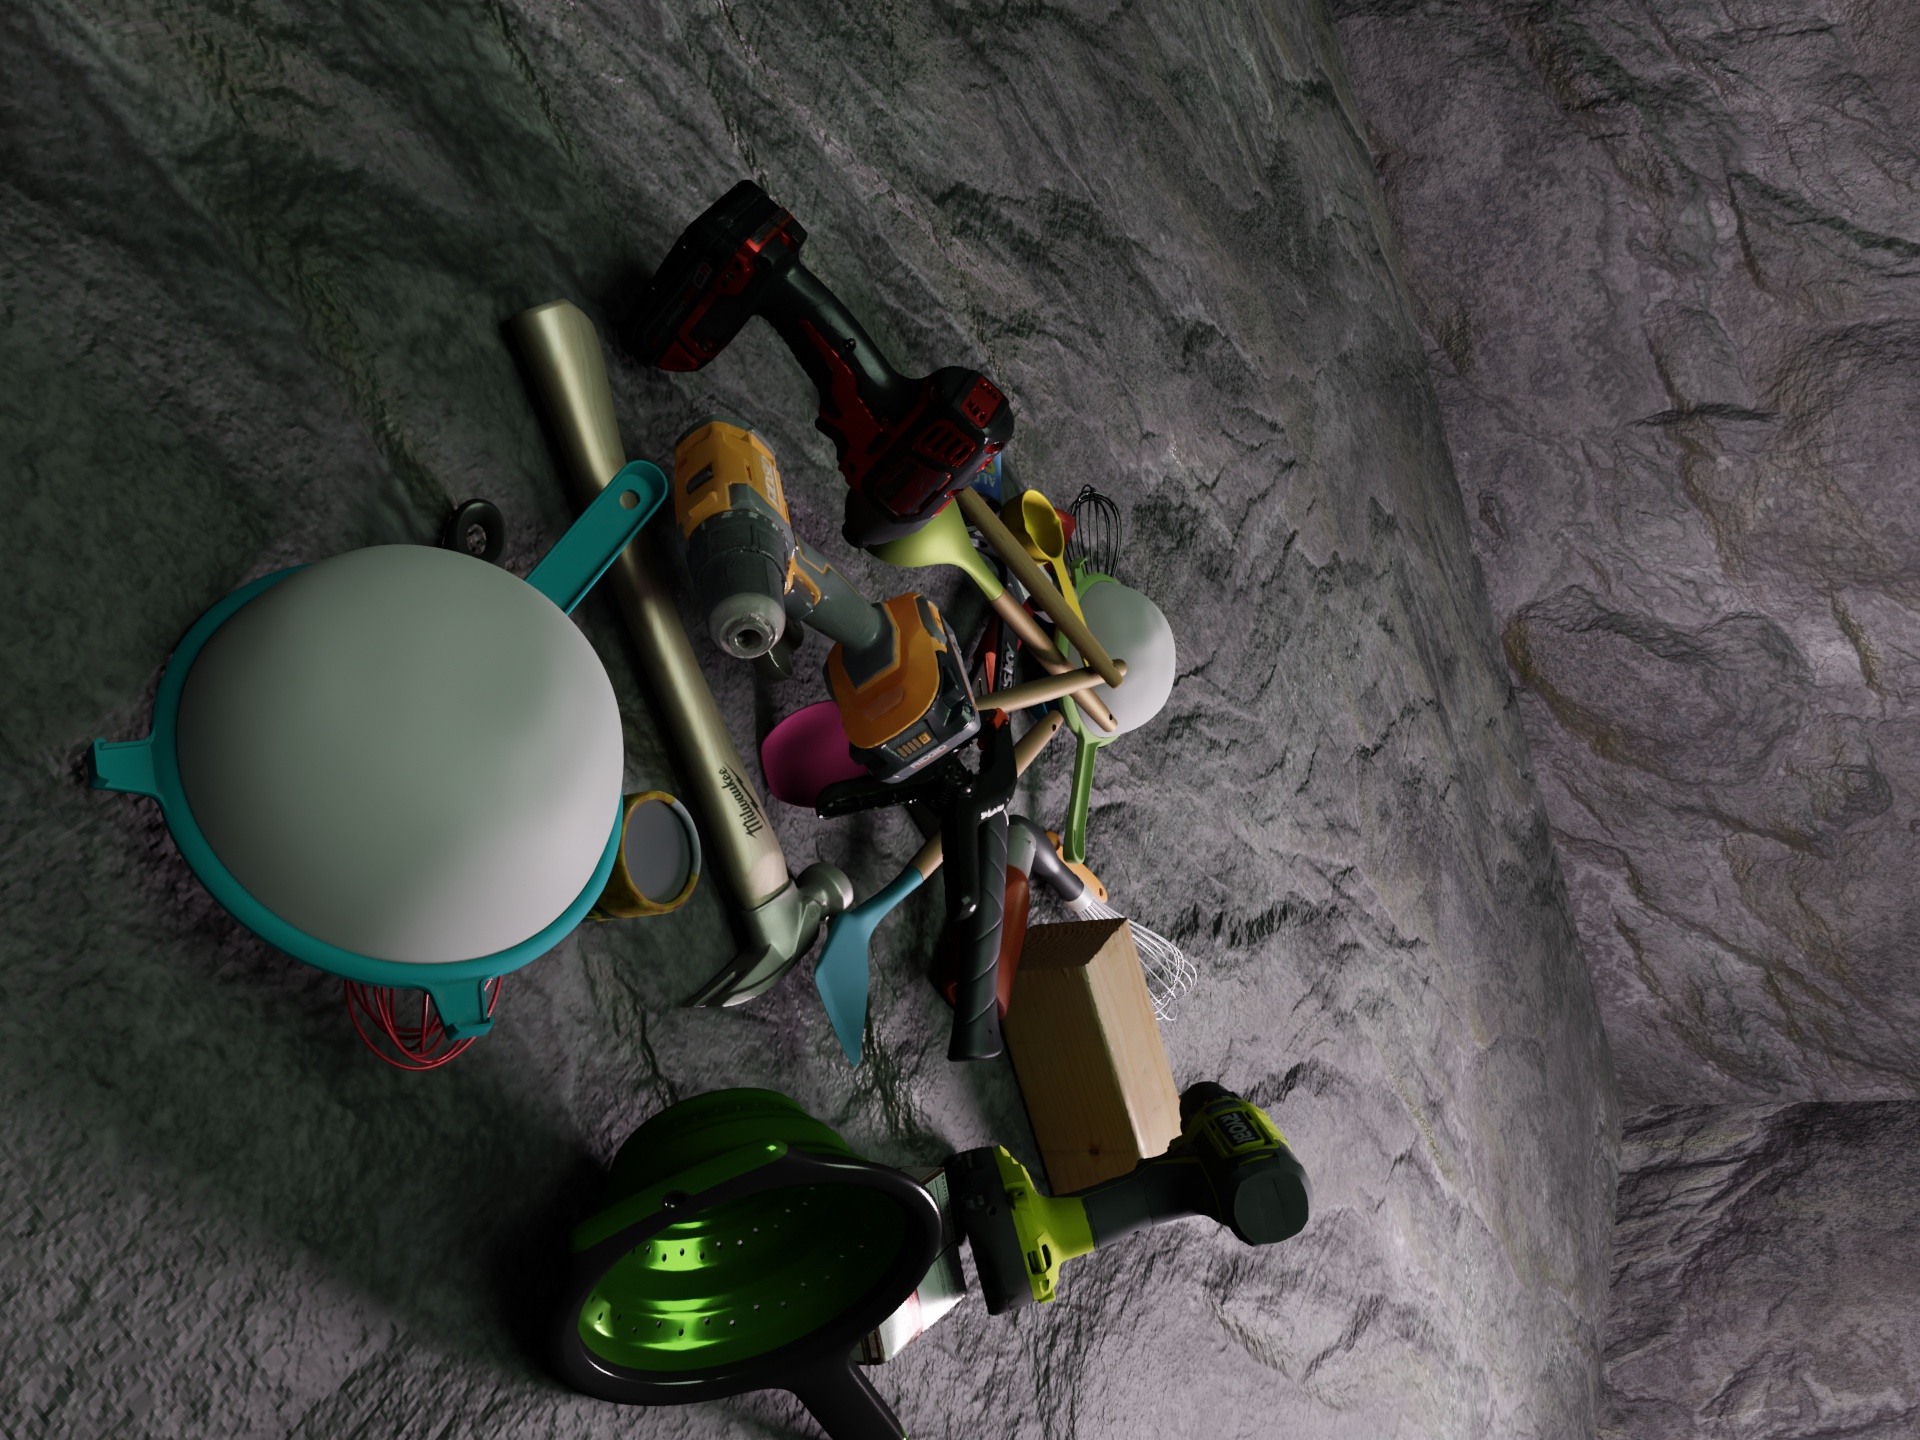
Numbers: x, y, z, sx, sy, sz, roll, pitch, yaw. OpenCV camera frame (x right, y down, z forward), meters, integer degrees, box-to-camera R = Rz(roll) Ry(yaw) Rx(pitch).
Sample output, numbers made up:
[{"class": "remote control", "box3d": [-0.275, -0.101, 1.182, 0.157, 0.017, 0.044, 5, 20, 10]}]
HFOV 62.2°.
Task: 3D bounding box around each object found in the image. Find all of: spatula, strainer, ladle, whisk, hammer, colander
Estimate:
[{"class": "spatula", "box3d": [-0.007, 0.090, 1.061, 0.317, 0.044, 0.082, -47, 131, -38]}, {"class": "strainer", "box3d": [0.134, -0.003, 1.346, 0.151, 0.069, 0.256, 33, 62, -53]}, {"class": "ladle", "box3d": [0.027, -0.076, 1.146, 0.319, 0.062, 0.078, 45, 49, -44]}, {"class": "whisk", "box3d": [0.121, -0.094, 1.431, 0.055, 0.055, 0.239, 6, 82, -59]}, {"class": "hammer", "box3d": [-0.175, -0.036, 0.920, 0.146, 0.038, 0.410, -41, 116, -54]}, {"class": "ladle", "box3d": [0.016, -0.146, 1.155, 0.315, 0.031, 0.069, 50, 15, -6]}, {"class": "whisk", "box3d": [0.114, 0.164, 1.335, 0.284, 0.070, 0.070, 48, 43, -35]}, {"class": "strainer", "box3d": [-0.205, -0.039, 0.732, 0.211, 0.095, 0.341, 40, 45, -13]}, {"class": "hammer", "box3d": [0.023, 0.047, 1.159, 0.149, 0.036, 0.409, 35, 53, -47]}, {"class": "whisk", "box3d": [-0.246, 0.021, 0.765, 0.073, 0.073, 0.296, 34, 48, -51]}, {"class": "hammer", "box3d": [0.033, -0.049, 1.273, 0.149, 0.037, 0.359, 60, 36, -30]}, {"class": "colander", "box3d": [-0.102, 0.313, 0.885, 0.396, 0.204, 0.095, 71, -7, -46]}]

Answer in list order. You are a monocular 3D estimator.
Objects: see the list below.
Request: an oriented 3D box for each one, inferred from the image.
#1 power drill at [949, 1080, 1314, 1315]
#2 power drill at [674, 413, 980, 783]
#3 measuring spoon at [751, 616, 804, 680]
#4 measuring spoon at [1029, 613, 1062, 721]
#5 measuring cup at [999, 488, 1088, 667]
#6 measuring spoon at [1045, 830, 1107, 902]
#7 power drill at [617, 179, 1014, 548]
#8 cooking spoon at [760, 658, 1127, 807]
[{"class": "power drill", "box3d": [0.114, 0.320, 1.108, 0.190, 0.228, 0.080, -128, -156, -81]}, {"class": "power drill", "box3d": [-0.081, -0.056, 0.934, 0.226, 0.084, 0.186, 46, 18, -38]}, {"class": "measuring spoon", "box3d": [-0.116, -0.048, 1.010, 0.034, 0.018, 0.124, 58, 9, -11]}, {"class": "measuring spoon", "box3d": [0.065, -0.053, 1.353, 0.042, 0.021, 0.129, 36, 43, -55]}, {"class": "measuring cup", "box3d": [0.069, -0.098, 1.210, 0.062, 0.029, 0.156, -24, 95, -59]}, {"class": "measuring spoon", "box3d": [0.102, 0.127, 1.362, 0.116, 0.011, 0.021, 46, 44, -44]}, {"class": "power drill", "box3d": [-0.088, -0.204, 0.965, 0.219, 0.143, 0.079, 40, 41, -11]}, {"class": "cooking spoon", "box3d": [-0.002, -0.004, 1.109, 0.319, 0.017, 0.069, -16, 94, -35]}]
